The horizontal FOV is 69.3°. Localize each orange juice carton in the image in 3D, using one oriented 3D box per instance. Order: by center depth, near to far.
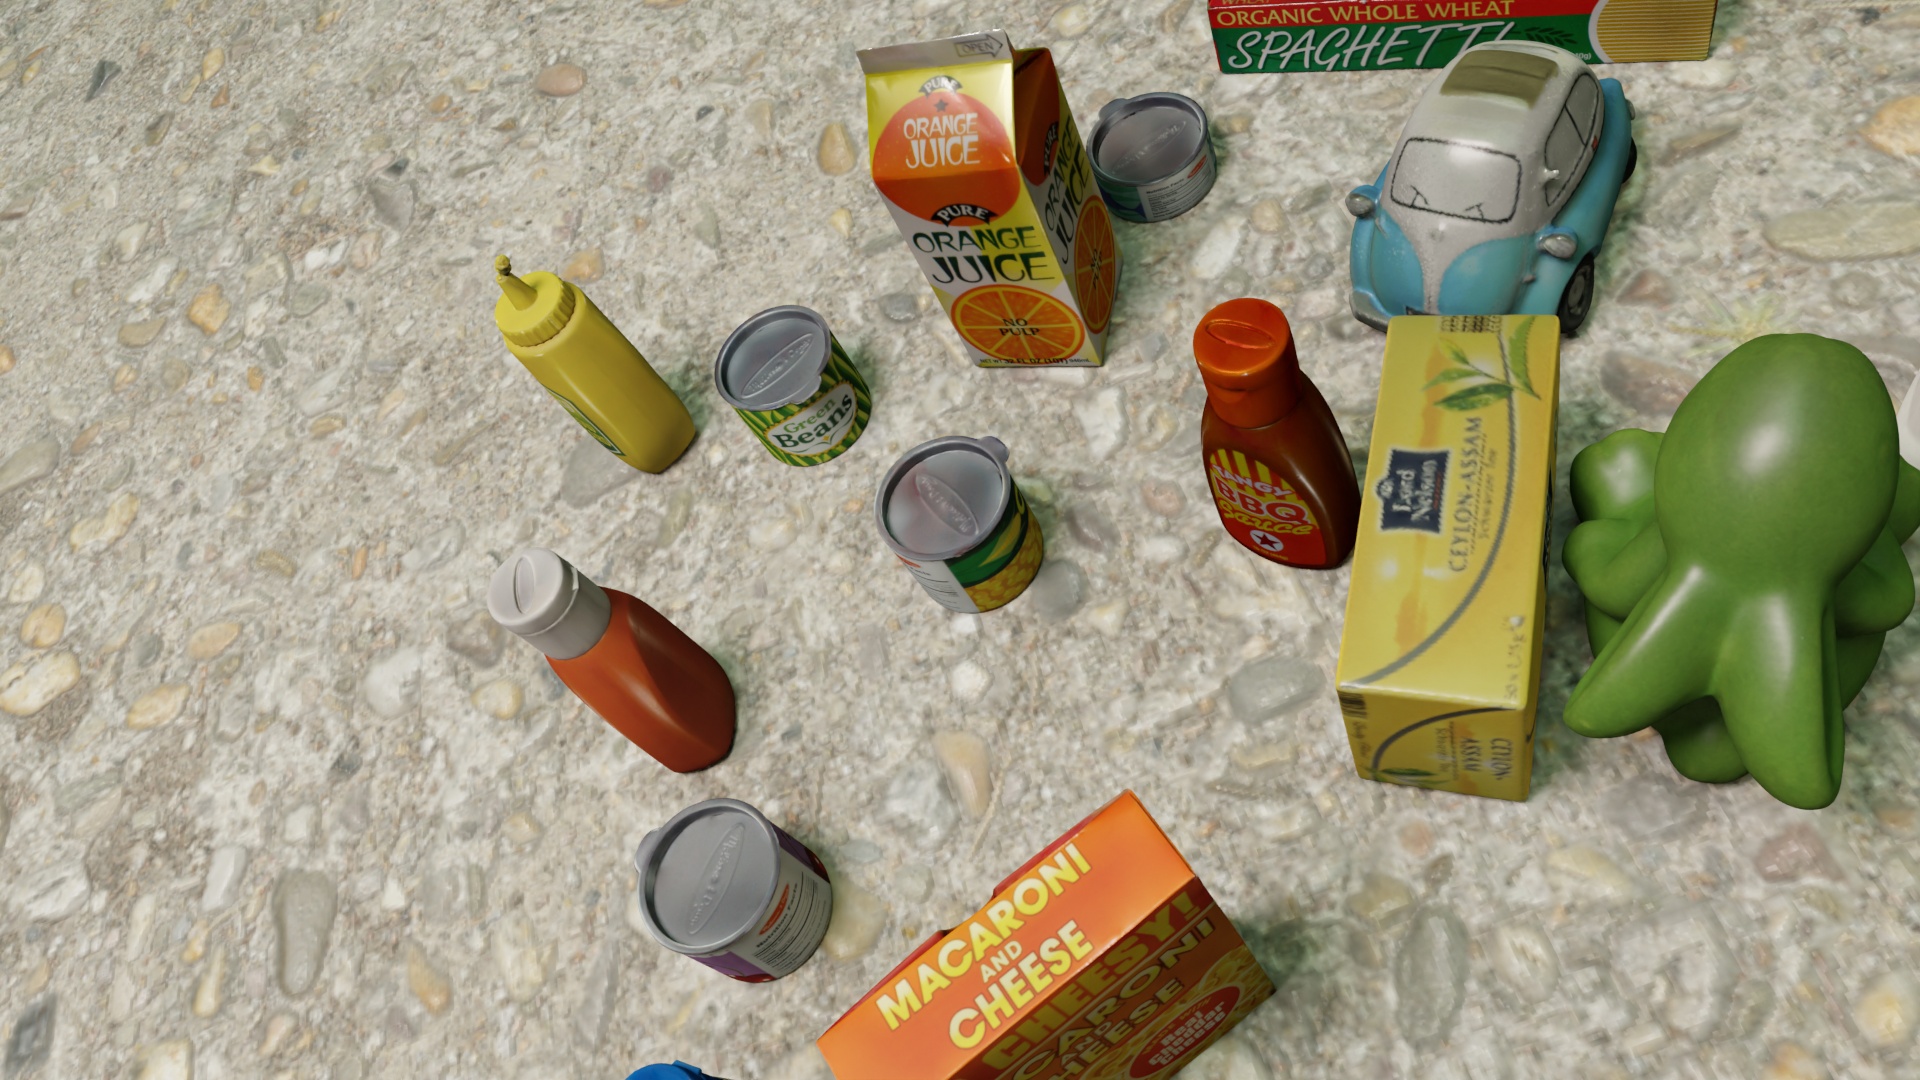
[{"bbox_3d":[0.017,-0.165,0.662,0.072,0.192,0.073,2,63,23],"label":"orange juice carton"}]

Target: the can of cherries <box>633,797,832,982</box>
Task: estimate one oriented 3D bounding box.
[{"bbox_3d":[-0.098,0.151,0.603,0.071,0.058,0.072,-10,58,16],"label":"can of cherries"}]

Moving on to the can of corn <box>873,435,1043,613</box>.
[{"bbox_3d":[0.002,-0.008,0.657,0.071,0.058,0.071,-10,58,16],"label":"can of corn"}]

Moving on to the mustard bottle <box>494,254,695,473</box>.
[{"bbox_3d":[-0.199,-0.095,0.725,0.065,0.159,0.049,33,78,33],"label":"mustard bottle"}]

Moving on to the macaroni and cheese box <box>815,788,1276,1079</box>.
[{"bbox_3d":[0.038,0.161,0.477,0.124,0.166,0.040,-38,55,-3],"label":"macaroni and cheese box"}]

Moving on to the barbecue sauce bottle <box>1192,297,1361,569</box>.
[{"bbox_3d":[0.127,-0.042,0.573,0.065,0.148,0.044,22,72,30],"label":"barbecue sauce bottle"}]

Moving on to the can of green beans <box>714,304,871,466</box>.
[{"bbox_3d":[-0.088,-0.081,0.735,0.071,0.057,0.071,-10,58,16],"label":"can of green beans"}]

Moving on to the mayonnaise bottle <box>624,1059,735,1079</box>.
[{"bbox_3d":[-0.075,0.219,0.499,0.065,0.147,0.041,8,65,25],"label":"mayonnaise bottle"}]

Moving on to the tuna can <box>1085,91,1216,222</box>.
[{"bbox_3d":[0.102,-0.208,0.751,0.071,0.032,0.071,-10,58,16],"label":"tuna can"}]

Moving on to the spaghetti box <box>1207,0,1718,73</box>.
[{"bbox_3d":[0.252,-0.273,0.720,0.250,0.050,0.029,7,64,25],"label":"spaghetti box"}]

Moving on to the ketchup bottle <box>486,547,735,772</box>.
[{"bbox_3d":[-0.154,0.052,0.627,0.043,0.148,0.065,-22,56,9],"label":"ketchup bottle"}]
